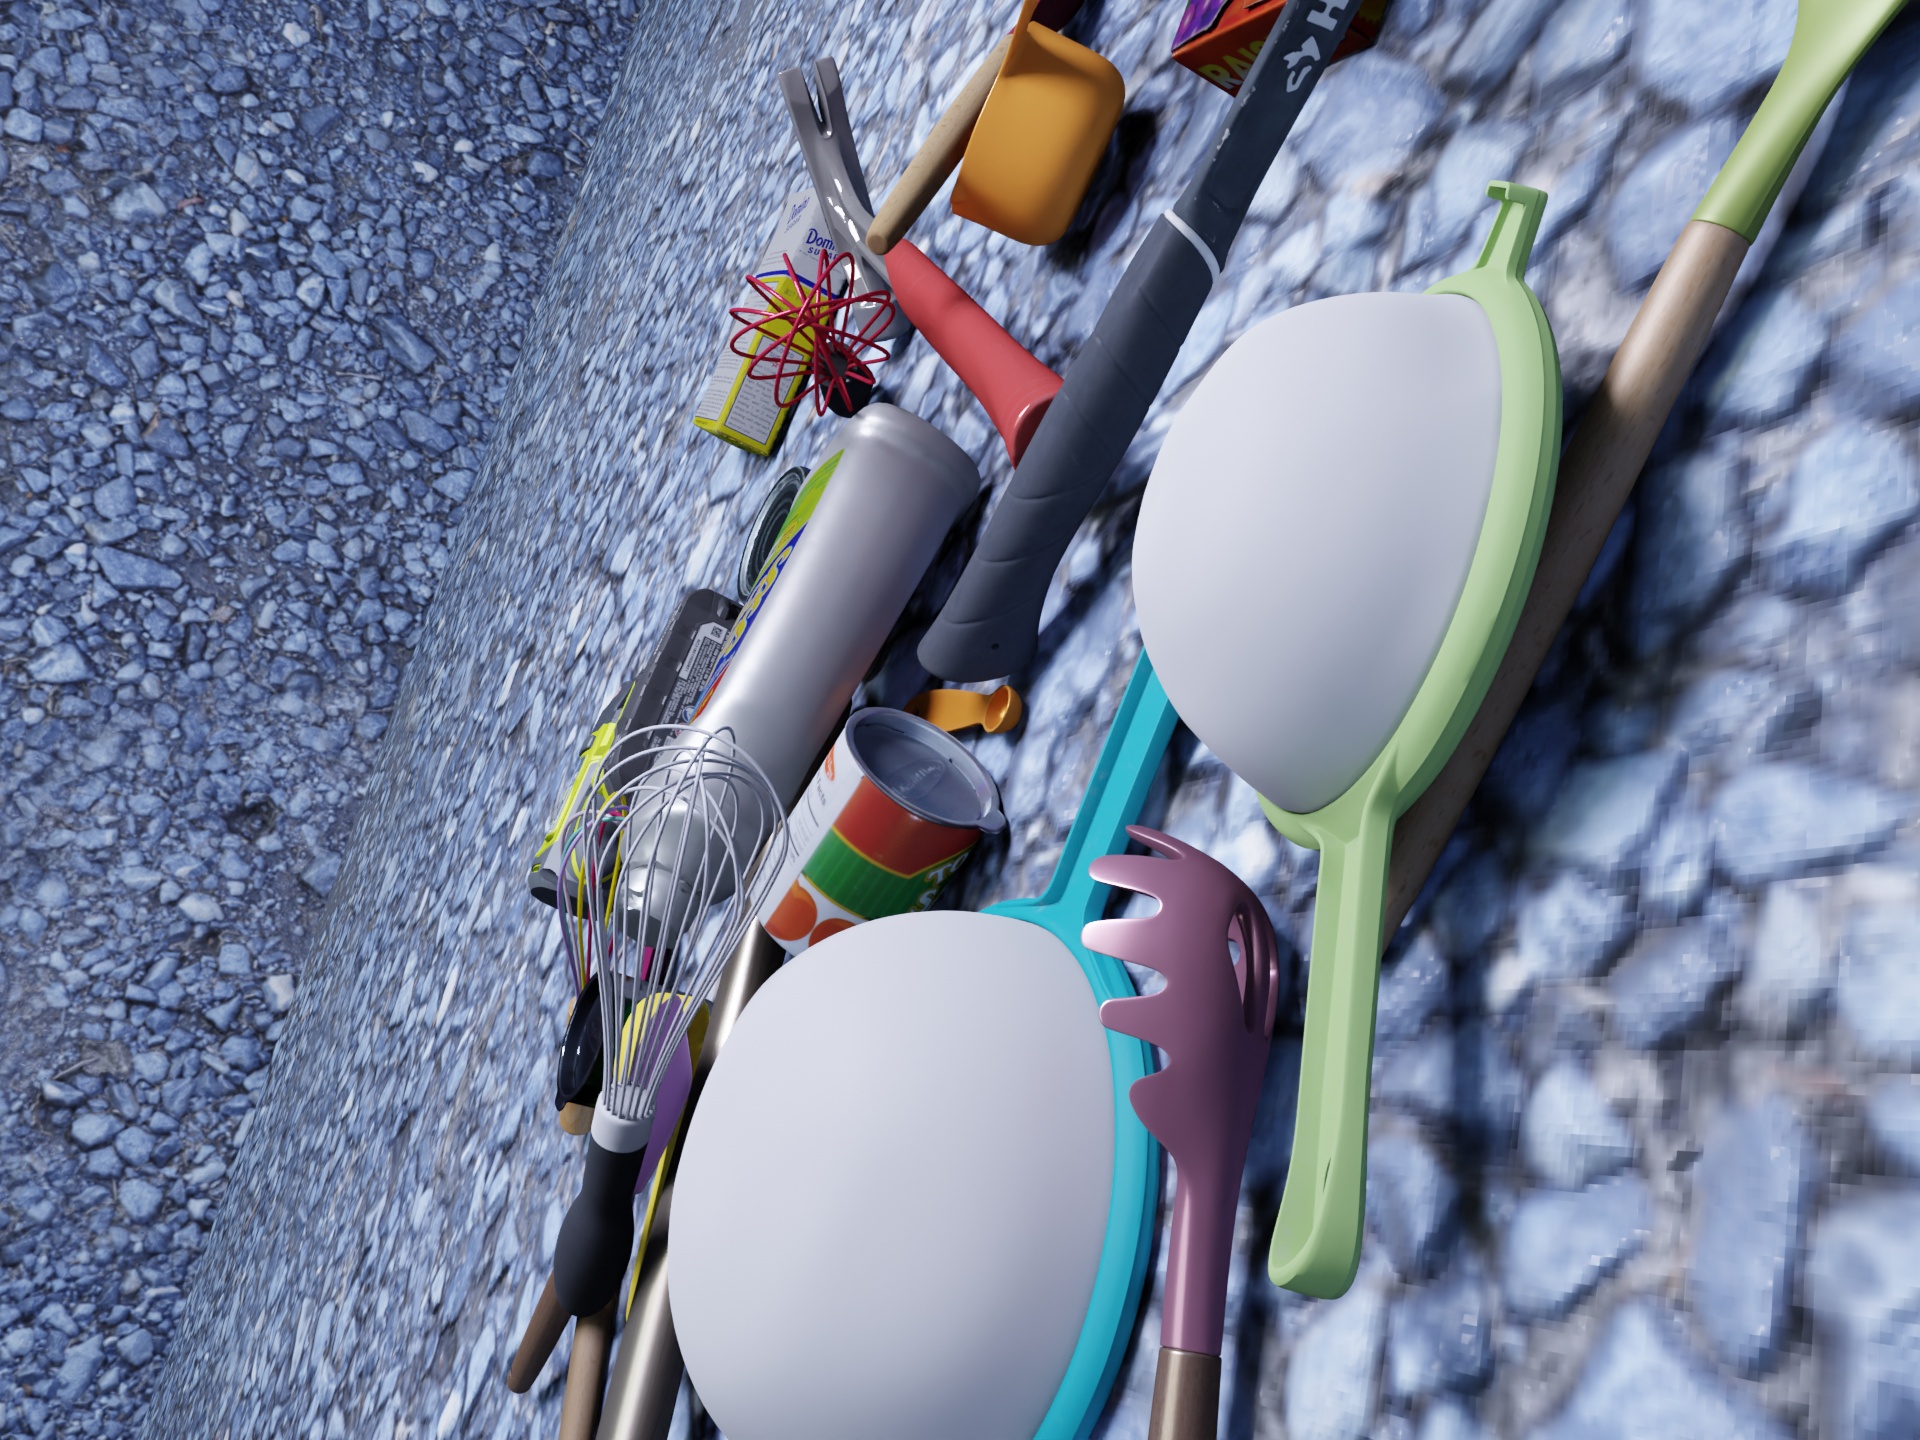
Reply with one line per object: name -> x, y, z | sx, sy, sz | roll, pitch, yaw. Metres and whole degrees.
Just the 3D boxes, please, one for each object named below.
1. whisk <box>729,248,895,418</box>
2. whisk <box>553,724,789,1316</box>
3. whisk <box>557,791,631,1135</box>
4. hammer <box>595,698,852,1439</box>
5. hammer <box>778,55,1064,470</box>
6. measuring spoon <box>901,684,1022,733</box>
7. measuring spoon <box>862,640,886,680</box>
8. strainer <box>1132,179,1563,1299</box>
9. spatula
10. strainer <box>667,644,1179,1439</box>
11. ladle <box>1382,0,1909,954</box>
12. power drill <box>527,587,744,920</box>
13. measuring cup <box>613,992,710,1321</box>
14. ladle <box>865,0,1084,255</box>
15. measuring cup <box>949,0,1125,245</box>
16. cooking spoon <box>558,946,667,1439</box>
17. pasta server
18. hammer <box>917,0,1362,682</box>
whisk -> -0.064, -0.176, 0.777 | 0.296, 0.073, 0.073 | -86, 20, -85
whisk -> -0.117, 0.123, 0.584 | 0.070, 0.070, 0.284 | -110, 31, -56
whisk -> -0.189, 0.132, 0.827 | 0.047, 0.051, 0.244 | -112, 28, -47
hammer -> -0.101, 0.162, 0.661 | 0.146, 0.038, 0.411 | 125, 159, -63
hammer -> -0.016, -0.199, 0.722 | 0.036, 0.149, 0.359 | -21, 33, -5
measuring spoon -> -0.001, -0.002, 0.656 | 0.117, 0.011, 0.021 | -4, 67, 67
measuring spoon -> -0.066, -0.044, 0.809 | 0.124, 0.018, 0.034 | 21, 90, 66
strainer -> 0.072, -0.002, 0.377 | 0.151, 0.069, 0.257 | 120, 164, -61
spatula -> -0.166, 0.228, 0.718 | 0.315, 0.018, 0.060 | -62, 33, 37
strainer -> -0.012, 0.088, 0.499 | 0.340, 0.095, 0.211 | -68, 24, 4
ladle -> 0.150, -0.090, 0.360 | 0.320, 0.062, 0.078 | -66, 20, 11
power drill -> -0.173, 0.015, 0.913 | 0.223, 0.080, 0.171 | -29, 38, 59
measuring cup -> -0.147, 0.200, 0.730 | 0.062, 0.029, 0.156 | -13, -65, -79
ladle -> 0.017, -0.303, 0.739 | 0.069, 0.031, 0.316 | 104, -172, -50
measuring cup -> 0.044, -0.268, 0.664 | 0.095, 0.052, 0.173 | -65, 2, -20
cooking spoon -> -0.174, 0.227, 0.812 | 0.068, 0.017, 0.319 | 123, 156, -49
pasta server -> 0.045, 0.178, 0.378 | 0.040, 0.060, 0.316 | -7, 66, 38
hammer -> 0.080, -0.169, 0.506 | 0.408, 0.149, 0.036 | -61, 37, 33
